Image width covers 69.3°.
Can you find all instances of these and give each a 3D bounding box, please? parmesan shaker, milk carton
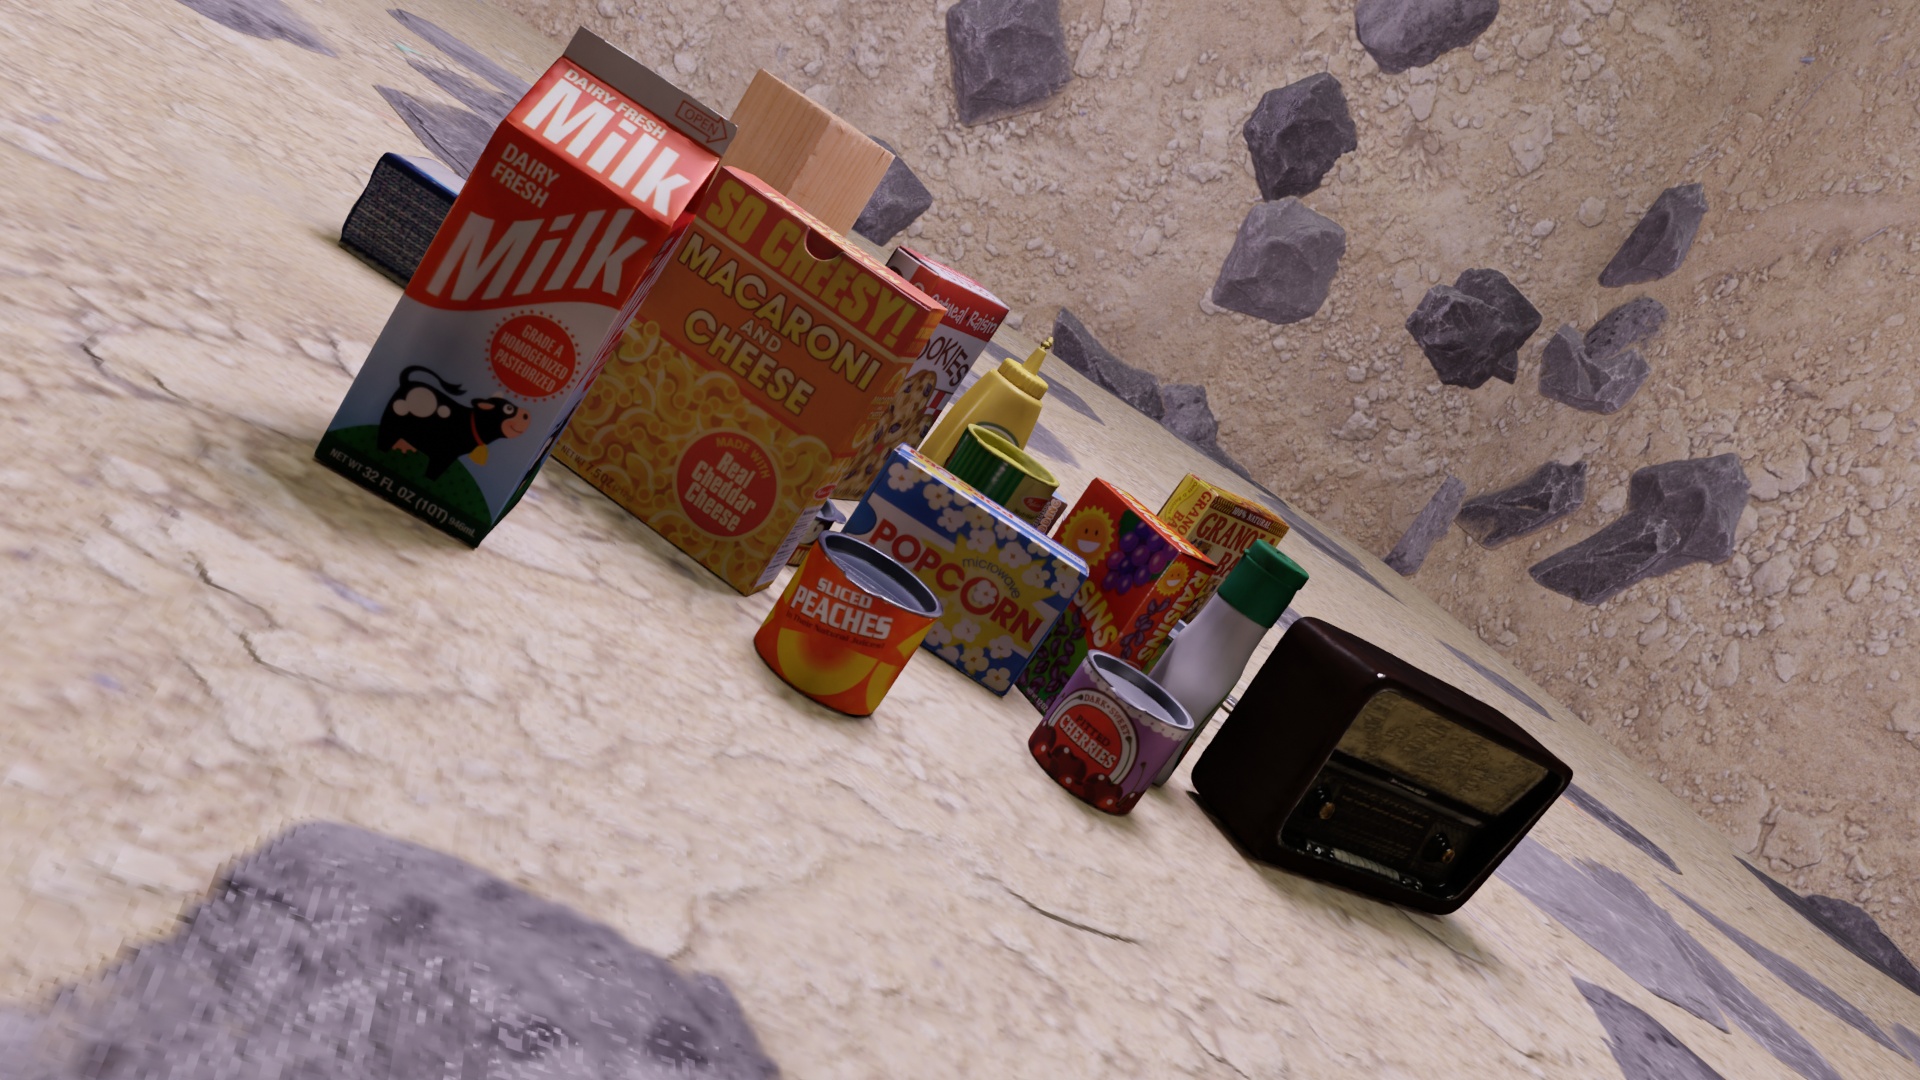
[{"bbox_3d":[0.003,-0.011,0.842,0.071,0.103,0.071,32,12,-8],"label":"parmesan shaker"},{"bbox_3d":[-0.166,-0.100,0.547,0.072,0.190,0.073,31,12,-12],"label":"milk carton"}]

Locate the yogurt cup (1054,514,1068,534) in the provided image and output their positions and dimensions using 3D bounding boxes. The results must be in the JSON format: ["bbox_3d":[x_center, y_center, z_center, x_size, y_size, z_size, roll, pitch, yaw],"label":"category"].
[{"bbox_3d":[0.093,0.020,1.069,0.072,0.054,0.072,32,12,-8],"label":"yogurt cup"}]

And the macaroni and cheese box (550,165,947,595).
[{"bbox_3d":[-0.103,-0.076,0.674,0.124,0.166,0.040,35,12,5],"label":"macaroni and cheese box"}]

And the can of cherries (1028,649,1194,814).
[{"bbox_3d":[0.076,0.099,0.717,0.071,0.058,0.072,32,12,-8],"label":"can of cherries"}]

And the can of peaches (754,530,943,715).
[{"bbox_3d":[-0.052,0.037,0.627,0.071,0.058,0.071,32,12,-8],"label":"can of peaches"}]

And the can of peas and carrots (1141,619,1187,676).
[{"bbox_3d":[0.121,0.076,0.915,0.071,0.058,0.071,32,12,-8],"label":"can of peas and carrots"}]

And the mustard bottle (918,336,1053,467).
[{"bbox_3d":[0.022,-0.086,1.041,0.065,0.160,0.049,28,13,-27],"label":"mustard bottle"}]

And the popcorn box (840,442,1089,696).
[{"bbox_3d":[-0.004,0.016,0.766,0.127,0.085,0.038,33,12,-4],"label":"popcorn box"}]

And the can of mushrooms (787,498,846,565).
[{"bbox_3d":[-0.101,-0.016,0.762,0.071,0.033,0.071,32,12,-8],"label":"can of mushrooms"}]

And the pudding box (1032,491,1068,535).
[{"bbox_3d":[0.055,-0.033,1.183,0.030,0.049,0.084,28,14,-27],"label":"pudding box"}]

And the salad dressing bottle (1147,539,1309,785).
[{"bbox_3d":[0.139,0.068,0.786,0.044,0.147,0.064,35,12,5],"label":"salad dressing bottle"}]

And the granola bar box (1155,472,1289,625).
[{"bbox_3d":[0.213,0.014,1.234,0.039,0.124,0.165,42,14,32],"label":"granola bar box"}]

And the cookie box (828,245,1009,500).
[{"bbox_3d":[-0.047,-0.106,0.924,0.040,0.167,0.123,38,13,18],"label":"cookie box"}]

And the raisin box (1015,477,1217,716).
[{"bbox_3d":[0.077,0.038,0.800,0.040,0.123,0.086,23,16,-43],"label":"raisin box"}]
